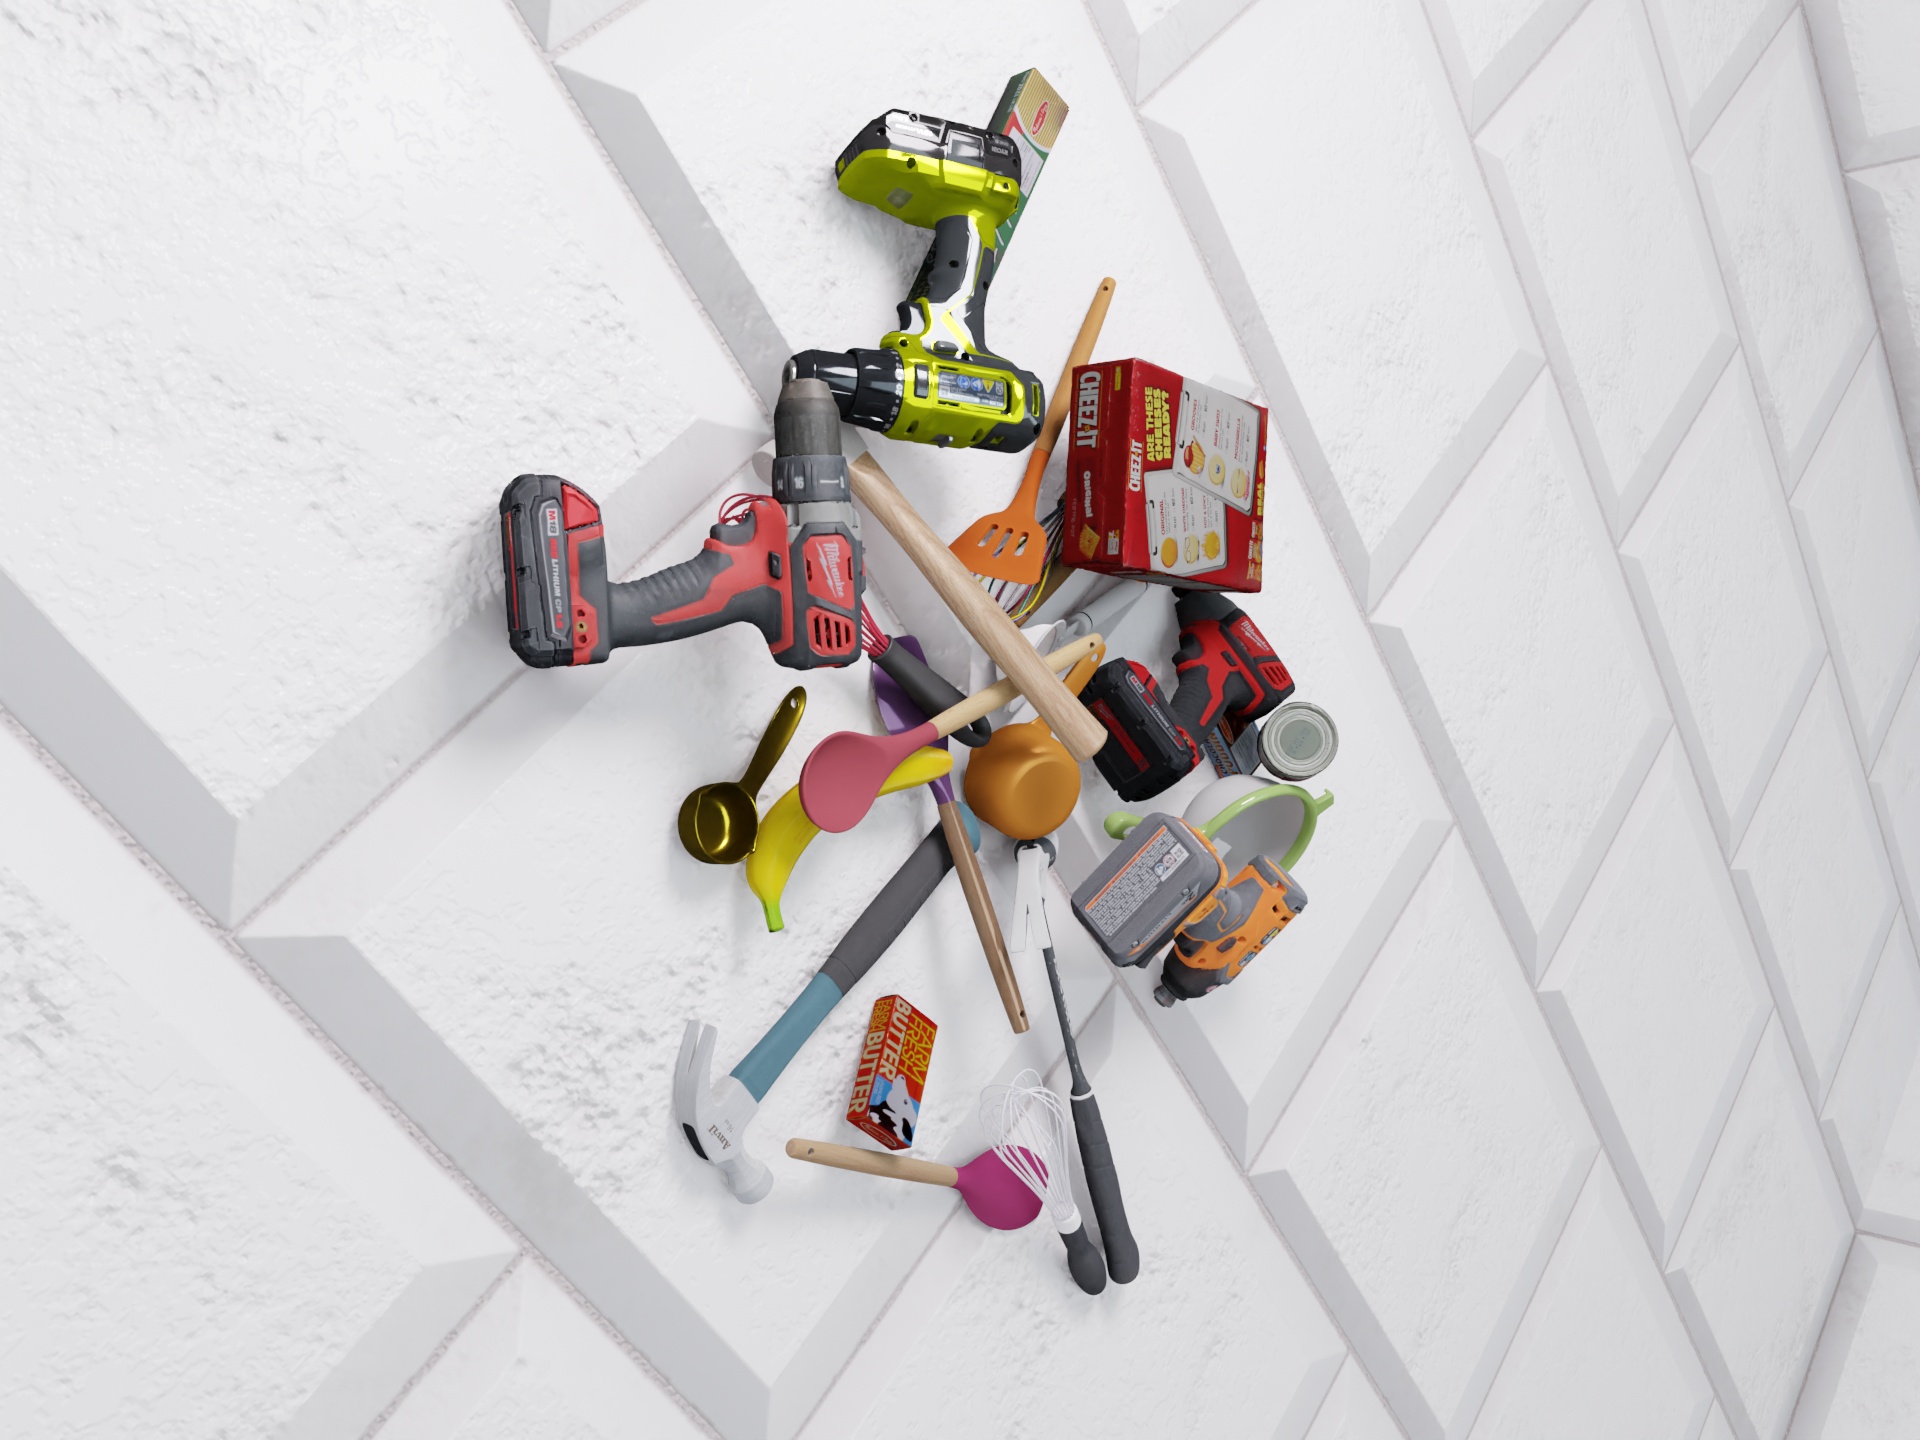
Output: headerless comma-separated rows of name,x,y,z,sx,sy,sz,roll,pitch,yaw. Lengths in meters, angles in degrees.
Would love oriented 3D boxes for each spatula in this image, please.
spatula,-0.004,0.088,1.212,0.059,0.018,0.316,-18,89,-40
spatula,0.074,-0.242,1.298,0.041,0.081,0.323,79,29,-64

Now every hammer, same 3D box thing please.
hammer,-0.004,-0.103,1.174,0.331,0.031,0.130,49,53,-10
hammer,0.098,0.296,1.311,0.149,0.036,0.408,-75,153,-67
hammer,-0.087,0.186,1.172,0.331,0.033,0.128,-49,123,-30

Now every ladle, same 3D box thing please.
ladle,-0.002,-0.004,1.176,0.315,0.031,0.069,-29,113,-36

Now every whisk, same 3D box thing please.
whisk,0.079,0.385,1.294,0.070,0.070,0.284,-47,133,-31
whisk,-0.071,-0.063,1.151,0.295,0.073,0.073,41,65,-35
whisk,0.082,-0.159,1.312,0.051,0.047,0.245,55,54,-27

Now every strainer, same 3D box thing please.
strainer,0.204,0.091,1.402,0.256,0.069,0.151,13,119,-42
strainer,0.093,-0.077,1.325,0.258,0.050,0.086,-36,155,-43

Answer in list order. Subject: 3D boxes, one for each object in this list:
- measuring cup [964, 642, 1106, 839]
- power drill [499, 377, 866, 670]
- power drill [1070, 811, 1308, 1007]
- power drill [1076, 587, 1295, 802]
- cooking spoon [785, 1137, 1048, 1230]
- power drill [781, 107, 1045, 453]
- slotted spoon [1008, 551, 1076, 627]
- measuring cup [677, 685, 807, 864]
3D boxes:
measuring cup,0.076,0.017,1.264,0.095,0.052,0.173,33,92,-36
power drill,-0.170,-0.121,1.005,0.226,0.080,0.188,-4,95,-22
power drill,0.189,0.172,1.351,0.164,0.084,0.226,-48,144,11
power drill,0.190,-0.035,1.378,0.220,0.078,0.143,-34,88,-42
cooking spoon,-0.023,0.350,1.227,0.318,0.017,0.069,28,72,-47
power drill,-0.034,-0.312,1.147,0.190,0.080,0.228,4,81,-26
slotted spoon,0.134,-0.180,1.369,0.314,0.031,0.070,-48,122,-29
measuring cup,-0.151,0.035,1.121,0.062,0.029,0.157,51,47,-31
